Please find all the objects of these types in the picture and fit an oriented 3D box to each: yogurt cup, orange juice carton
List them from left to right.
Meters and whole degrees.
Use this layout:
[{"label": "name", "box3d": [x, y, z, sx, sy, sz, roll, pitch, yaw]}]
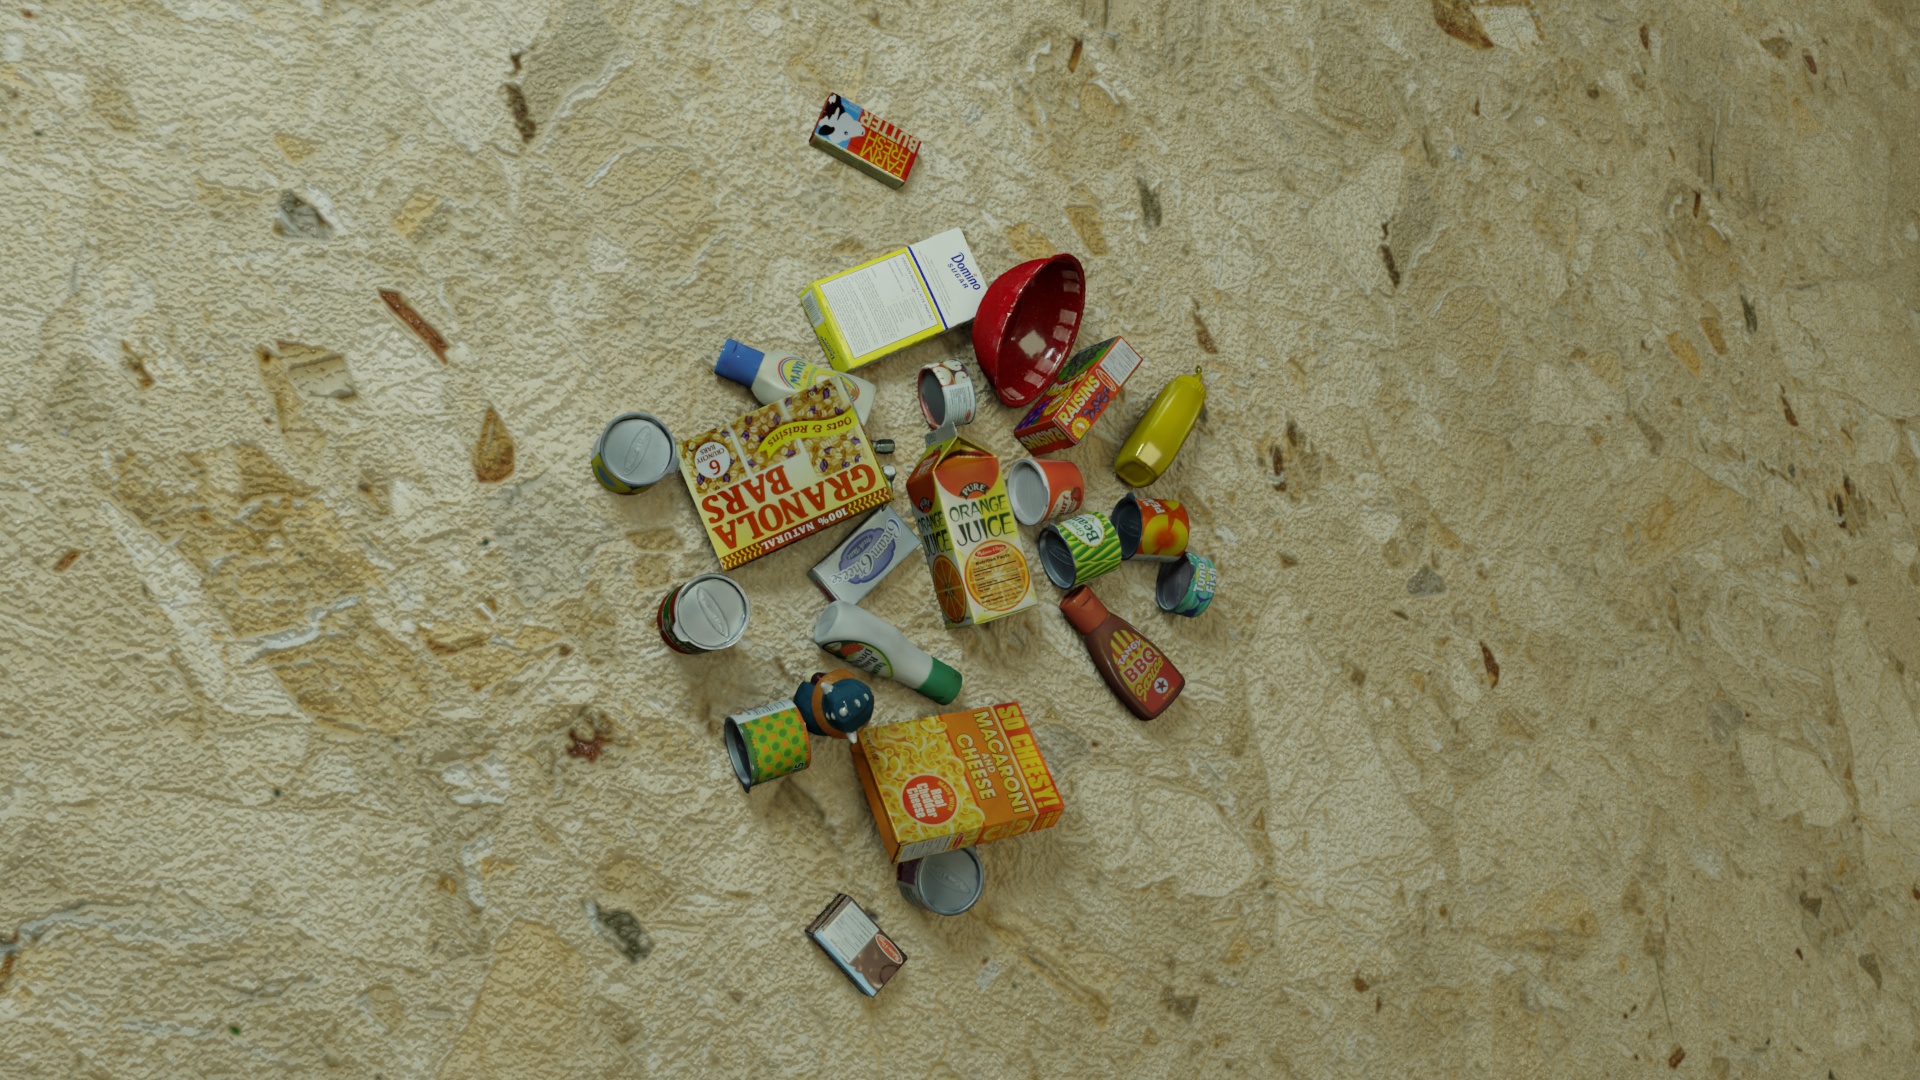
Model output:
[{"label": "orange juice carton", "box3d": [0.005, -0.017, 1.345, 0.073, 0.071, 0.192, -15, 88, -25]}, {"label": "yogurt cup", "box3d": [0.087, -0.051, 1.391, 0.054, 0.072, 0.072, -9, 85, -32]}]

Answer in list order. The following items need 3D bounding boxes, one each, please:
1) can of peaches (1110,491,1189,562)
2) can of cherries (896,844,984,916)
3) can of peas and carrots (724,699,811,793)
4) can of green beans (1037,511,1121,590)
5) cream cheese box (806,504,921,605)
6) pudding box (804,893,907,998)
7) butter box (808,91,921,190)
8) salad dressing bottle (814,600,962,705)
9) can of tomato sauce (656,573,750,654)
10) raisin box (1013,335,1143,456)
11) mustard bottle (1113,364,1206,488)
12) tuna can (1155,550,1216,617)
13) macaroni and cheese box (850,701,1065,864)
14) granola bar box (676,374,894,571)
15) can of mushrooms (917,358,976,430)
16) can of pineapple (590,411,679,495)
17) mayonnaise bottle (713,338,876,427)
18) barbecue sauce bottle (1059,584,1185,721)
[{"label": "can of peaches", "box3d": [0.195, -0.013, 1.428, 0.058, 0.071, 0.071, 4, 80, -23]}, {"label": "can of cherries", "box3d": [-0.018, 0.310, 1.291, 0.071, 0.058, 0.071, 4, 80, -22]}, {"label": "can of peas and carrots", "box3d": [-0.172, 0.183, 1.240, 0.059, 0.071, 0.071, -15, 88, -25]}, {"label": "can of green beans", "box3d": [0.120, 0.009, 1.393, 0.058, 0.071, 0.071, -20, 90, -25]}, {"label": "cream cheese box", "box3d": [-0.091, 0.016, 1.324, 0.104, 0.024, 0.053, -44, 100, -23]}, {"label": "pudding box", "box3d": [-0.095, 0.368, 1.263, 0.083, 0.030, 0.050, 49, 66, -9]}, {"label": "butter box", "box3d": [-0.095, -0.399, 1.389, 0.103, 0.024, 0.053, 24, 74, -18]}, {"label": "salad dressing bottle", "box3d": [-0.065, 0.108, 1.303, 0.147, 0.064, 0.044, 31, 54, -24]}, {"label": "can of tomato sauce", "box3d": [-0.229, 0.068, 1.224, 0.071, 0.083, 0.071, 4, 81, -23]}, {"label": "raisin box", "box3d": [0.118, -0.145, 1.406, 0.040, 0.086, 0.124, 46, 68, -16]}, {"label": "mustard bottle", "box3d": [0.221, -0.127, 1.461, 0.049, 0.065, 0.161, 40, 65, -9]}, {"label": "tuna can", "box3d": [0.234, 0.044, 1.434, 0.033, 0.071, 0.071, 16, 76, -22]}, {"label": "macaroni and cheese box", "box3d": [-0.004, 0.222, 1.291, 0.167, 0.040, 0.124, -7, 52, -25]}, {"label": "granola bar box", "box3d": [-0.159, -0.061, 1.259, 0.165, 0.039, 0.124, -23, 90, 4]}, {"label": "can of mushrooms", "box3d": [-0.015, -0.144, 1.362, 0.033, 0.071, 0.071, -16, 88, -23]}, {"label": "can of pineapple", "box3d": [-0.290, -0.075, 1.234, 0.071, 0.057, 0.071, 4, 81, -23]}, {"label": "mayonnaise bottle", "box3d": [-0.156, -0.145, 1.304, 0.148, 0.041, 0.065, 22, 49, -11]}, {"label": "barbecue sauce bottle", "box3d": [0.160, 0.110, 1.407, 0.065, 0.043, 0.148, -45, 100, -21]}]
